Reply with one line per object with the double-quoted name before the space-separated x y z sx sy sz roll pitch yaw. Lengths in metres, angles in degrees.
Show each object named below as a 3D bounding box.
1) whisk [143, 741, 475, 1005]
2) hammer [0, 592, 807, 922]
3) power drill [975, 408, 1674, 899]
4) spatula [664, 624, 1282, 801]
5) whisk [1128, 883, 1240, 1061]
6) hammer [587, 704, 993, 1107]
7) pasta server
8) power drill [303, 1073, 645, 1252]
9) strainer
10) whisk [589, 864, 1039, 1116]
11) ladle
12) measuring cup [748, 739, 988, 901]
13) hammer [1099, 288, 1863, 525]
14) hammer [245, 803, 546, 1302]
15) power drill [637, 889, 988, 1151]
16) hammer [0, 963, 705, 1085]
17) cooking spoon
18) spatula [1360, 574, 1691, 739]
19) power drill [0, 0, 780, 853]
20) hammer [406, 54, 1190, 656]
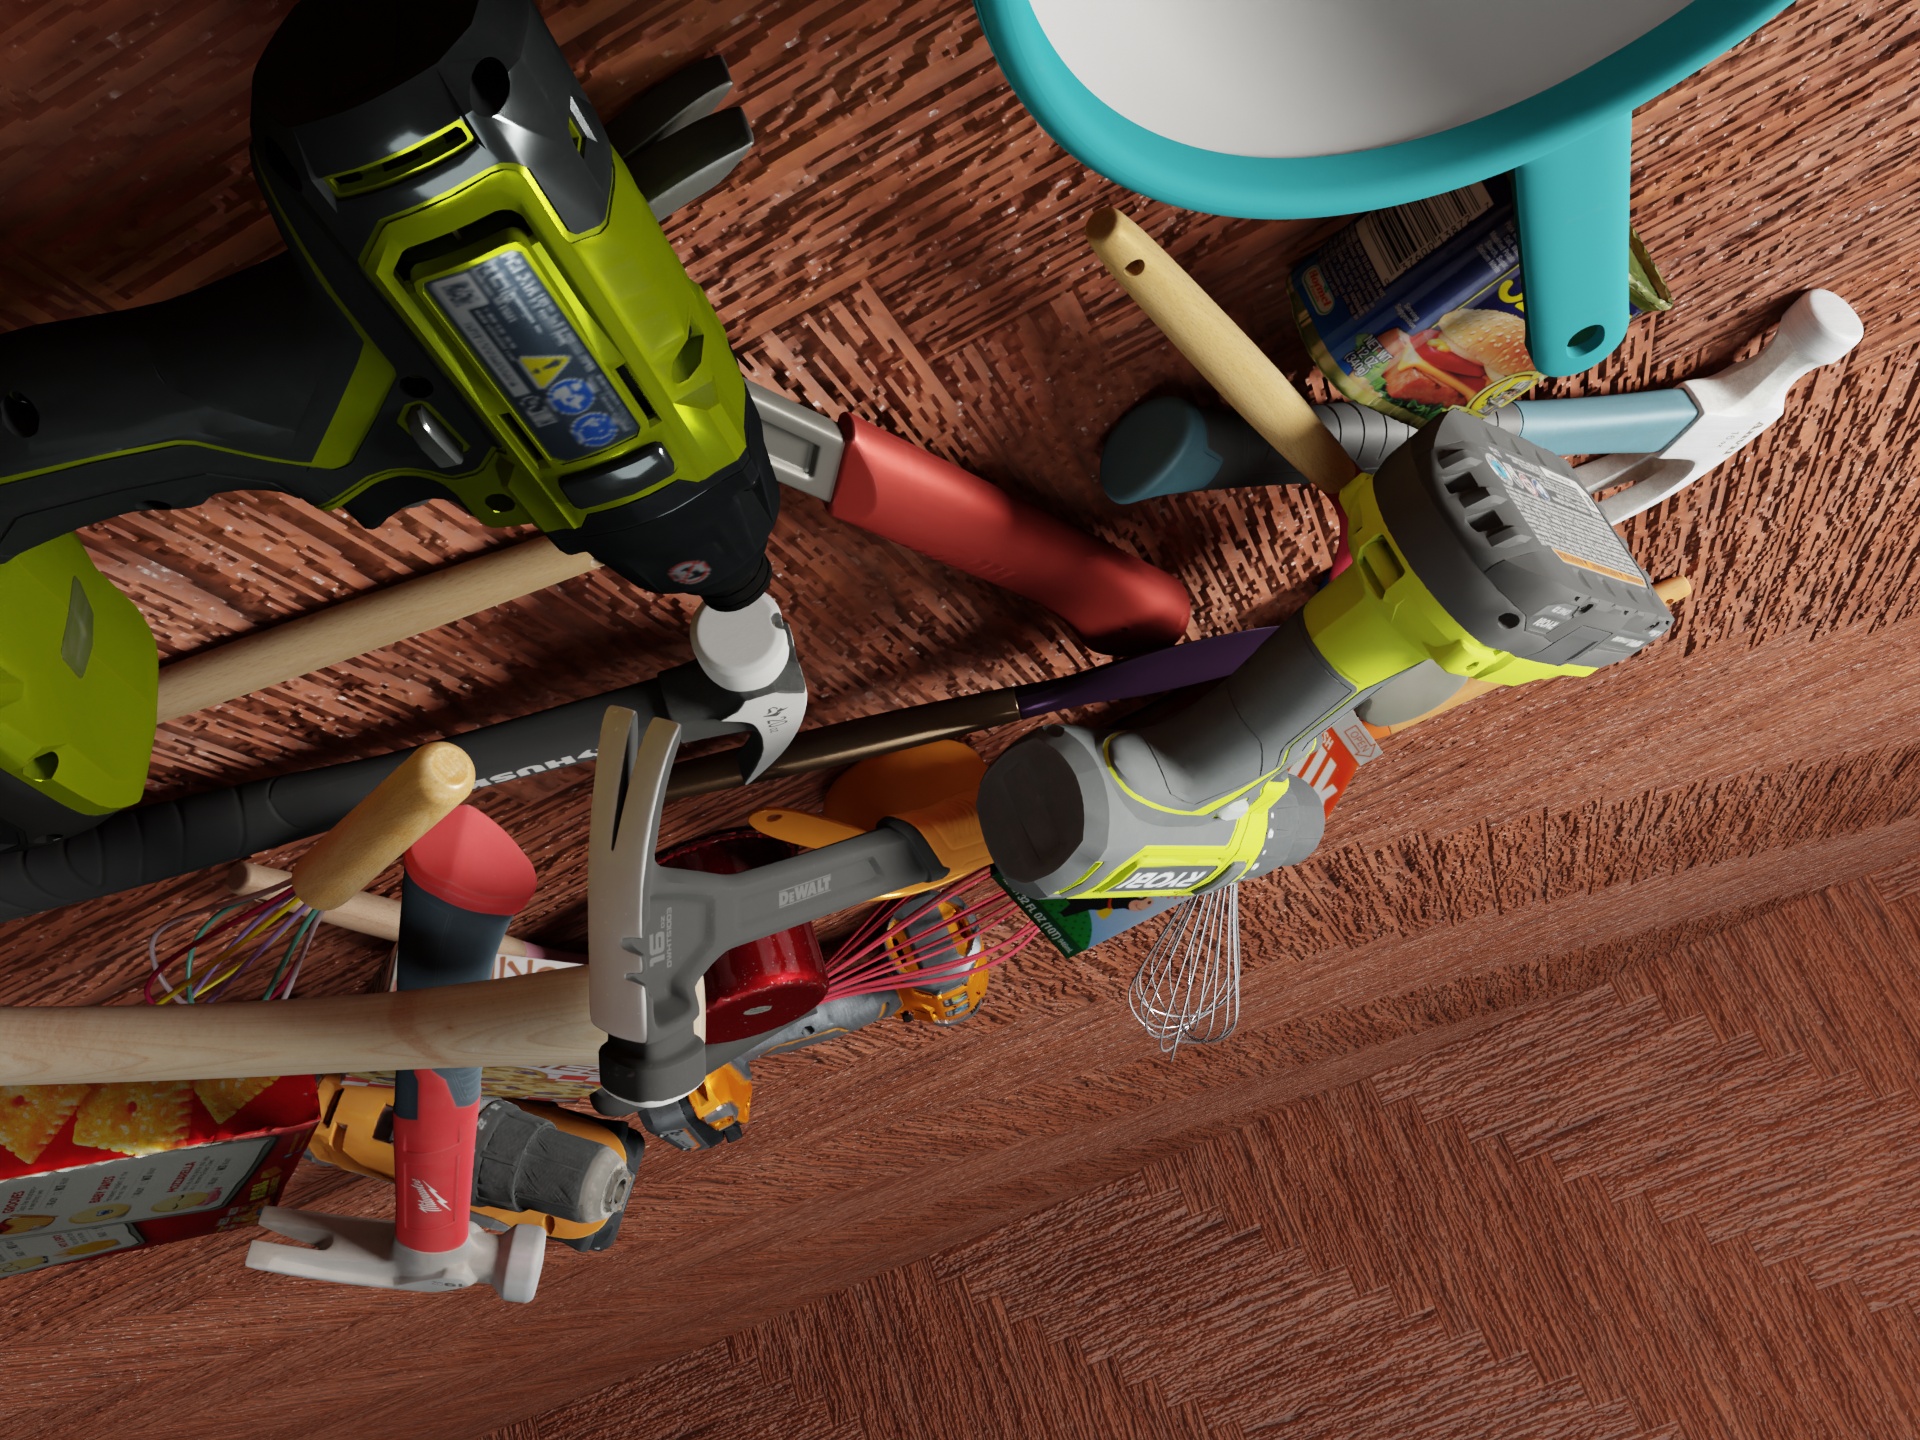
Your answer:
"whisk" -0.235 0.067 0.558 0.047 0.051 0.245 6 152 -43
"hammer" -0.219 0.027 0.576 0.334 0.035 0.146 -15 167 -6
"power drill" 0.140 -0.005 0.603 0.190 0.080 0.228 5 143 -47
"spatula" -0.001 -0.002 0.671 0.316 0.018 0.059 -13 165 5
"whisk" 0.147 0.092 0.912 0.070 0.070 0.284 -11 131 -21
"hammer" -0.004 0.037 0.623 0.034 0.127 0.336 11 -165 37
"pasta server" -0.233 0.117 0.773 0.060 0.040 0.316 -8 160 19
"power drill" -0.255 0.257 0.926 0.185 0.084 0.226 11 160 13
"strainer" 0.112 -0.182 0.338 0.211 0.095 0.340 -25 159 15
"whisk" -0.068 0.143 0.885 0.296 0.073 0.073 -26 158 -14
"ladle" 0.119 -0.092 0.544 0.069 0.031 0.315 -34 150 20
"measuring cup" -0.046 0.038 0.739 0.095 0.052 0.173 -31 153 23
"hammer" 0.204 -0.116 0.634 0.331 0.033 0.128 -8 153 -26
"hammer" -0.240 0.159 0.682 0.143 0.038 0.386 10 138 -11
"power drill" -0.088 0.191 1.004 0.226 0.084 0.164 -23 158 -5
"hammer" -0.297 0.118 0.563 0.410 0.038 0.146 -1 146 -5
"cooking spoon" -0.255 -0.008 0.507 0.319 0.017 0.068 -19 150 -2
"spatula" 0.274 -0.002 0.928 0.322 0.041 0.080 -26 139 8
"power drill" -0.160 -0.052 0.365 0.223 0.080 0.171 -19 144 7
"hammer" -0.011 -0.080 0.529 0.149 0.037 0.358 -33 153 26
